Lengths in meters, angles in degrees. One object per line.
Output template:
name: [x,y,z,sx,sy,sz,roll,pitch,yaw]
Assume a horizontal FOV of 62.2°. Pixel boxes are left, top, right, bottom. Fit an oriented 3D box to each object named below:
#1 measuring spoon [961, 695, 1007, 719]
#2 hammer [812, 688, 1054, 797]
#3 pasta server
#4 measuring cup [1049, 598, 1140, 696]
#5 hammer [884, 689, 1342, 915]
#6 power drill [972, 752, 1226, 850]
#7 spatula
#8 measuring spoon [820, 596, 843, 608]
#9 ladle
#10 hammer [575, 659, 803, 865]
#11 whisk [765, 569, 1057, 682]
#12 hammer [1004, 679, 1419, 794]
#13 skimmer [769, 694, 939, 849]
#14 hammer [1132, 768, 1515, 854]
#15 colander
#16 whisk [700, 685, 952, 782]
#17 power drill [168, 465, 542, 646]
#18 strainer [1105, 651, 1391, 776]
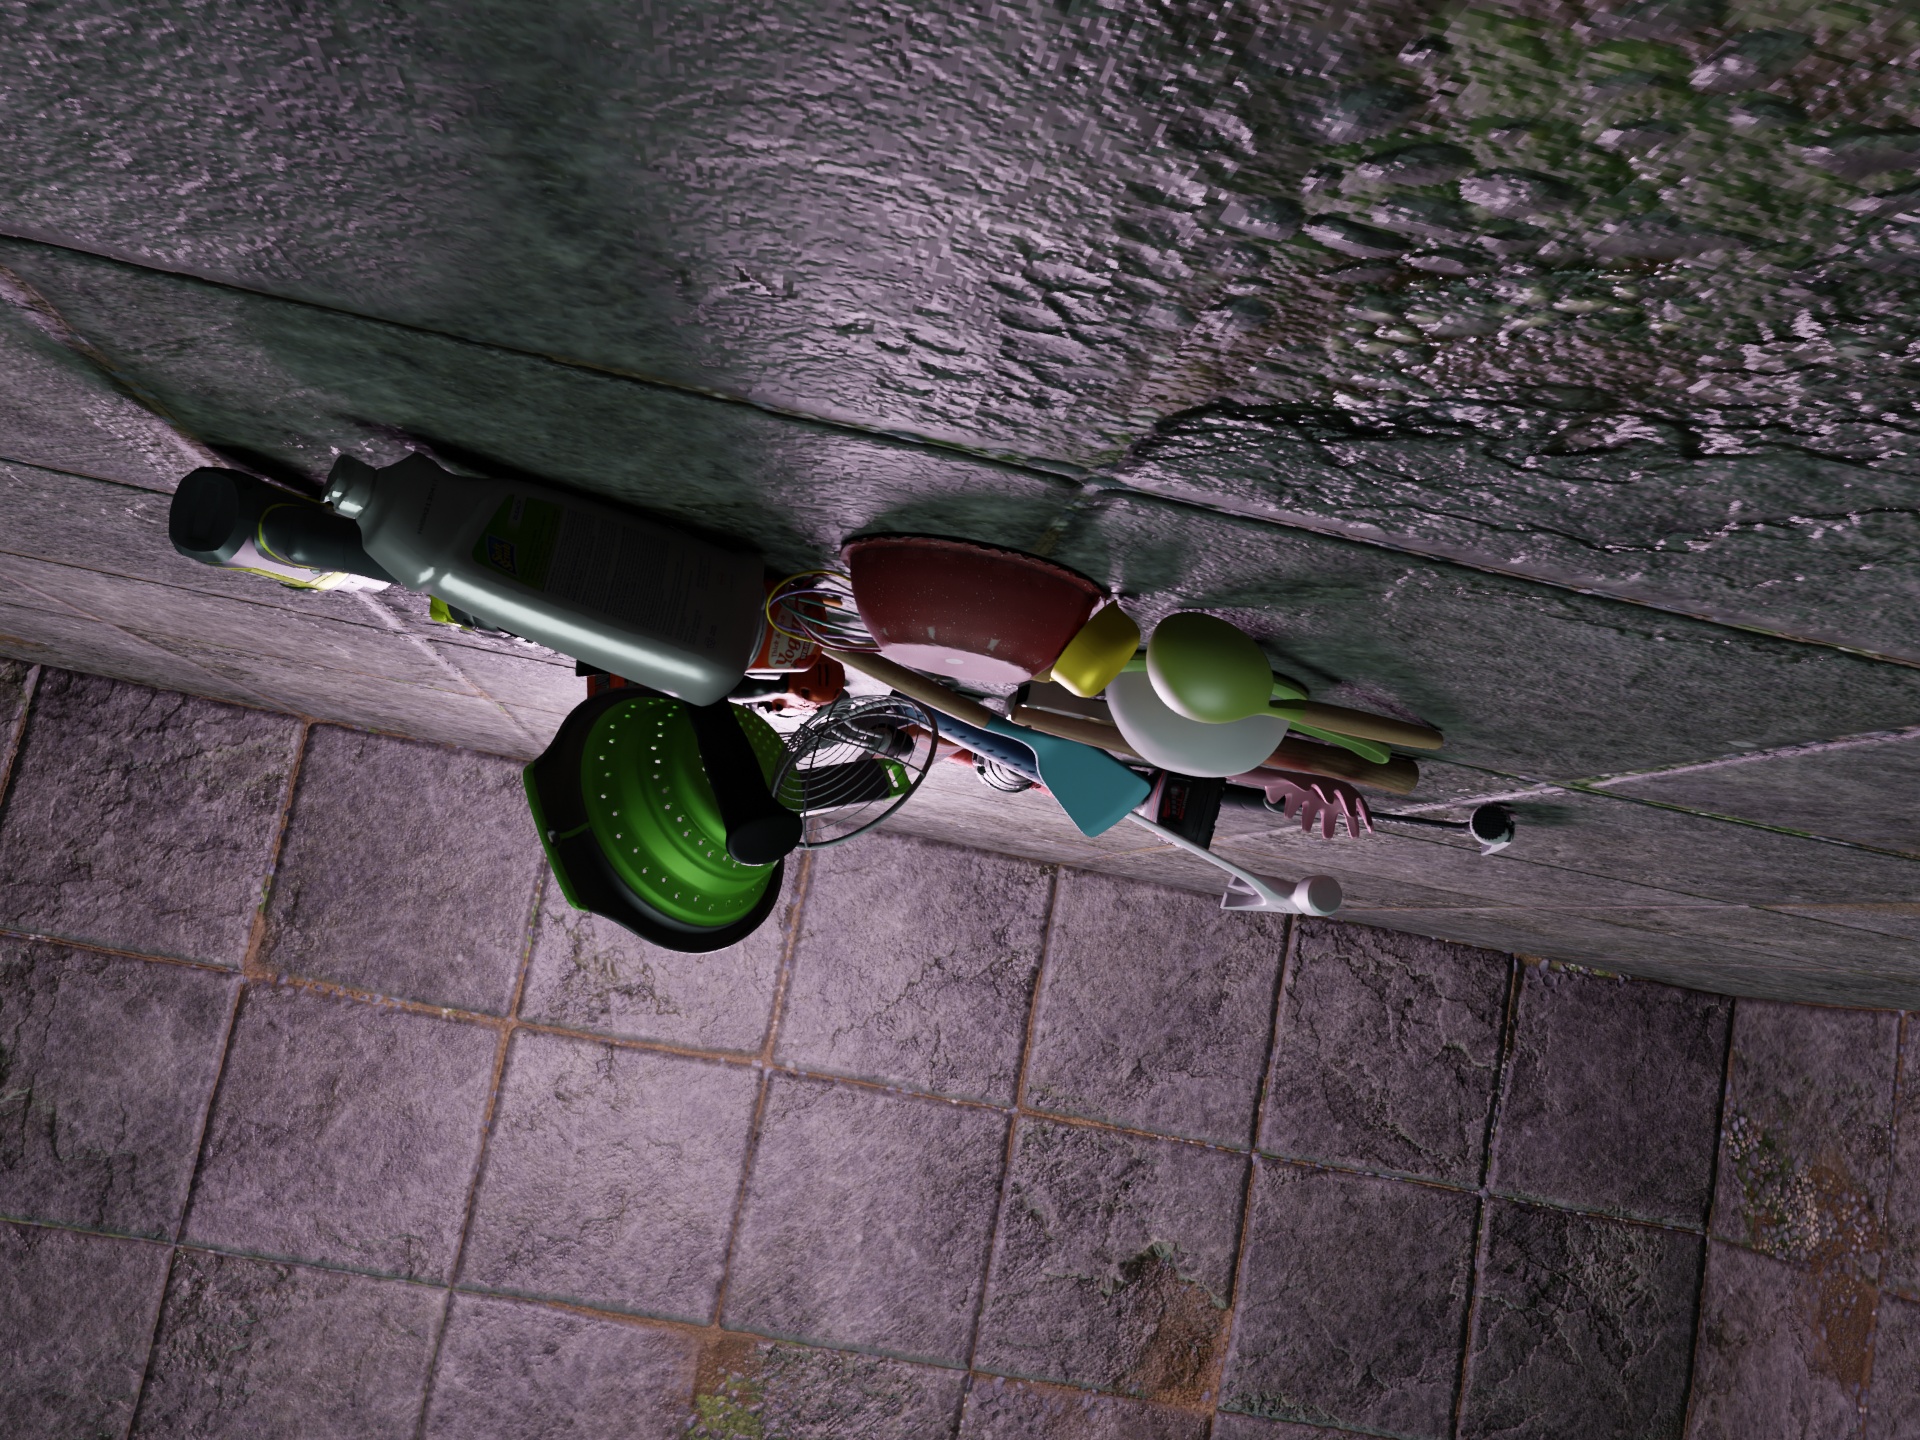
measuring spoon: [0.035,-0.011,1.381,0.124,0.018,0.034,20,180,-16]
hammer: [-0.037,0.023,1.609,0.358,0.037,0.149,18,169,-38]
pasta server: [0.181,0.038,1.211,0.316,0.040,0.060,14,159,-21]
measuring cup: [0.096,-0.038,0.983,0.029,0.062,0.156,41,-170,14]
hammer: [0.119,0.069,1.332,0.405,0.035,0.144,28,165,-15]
power drill: [0.123,0.055,1.455,0.226,0.080,0.188,15,178,-3]
spatula: [-0.002,-0.004,1.210,0.317,0.044,0.082,26,134,-22]
measuring spoon: [-0.121,-0.078,1.119,0.021,0.011,0.117,18,169,-41]
ladle: [0.234,-0.016,1.036,0.078,0.062,0.320,0,173,44]
hammer: [-0.158,0.005,0.997,0.146,0.035,0.335,3,-160,-18]
whisk: [-0.023,-0.058,1.053,0.244,0.047,0.051,12,-175,-40]
hammer: [0.206,0.013,1.258,0.331,0.031,0.130,12,172,-9]
skimmer: [-0.056,0.037,1.156,0.127,0.090,0.363,-33,174,4]
hammer: [0.330,0.082,1.557,0.409,0.036,0.149,7,172,24]
colander: [-0.133,0.046,1.182,0.094,0.204,0.397,-30,168,32]
whisk: [-0.118,0.016,1.338,0.239,0.055,0.055,-19,173,-4]
power drill: [-0.362,-0.104,1.038,0.228,0.080,0.190,11,177,14]
strainer: [0.208,0.016,1.137,0.256,0.069,0.151,17,170,-28]
